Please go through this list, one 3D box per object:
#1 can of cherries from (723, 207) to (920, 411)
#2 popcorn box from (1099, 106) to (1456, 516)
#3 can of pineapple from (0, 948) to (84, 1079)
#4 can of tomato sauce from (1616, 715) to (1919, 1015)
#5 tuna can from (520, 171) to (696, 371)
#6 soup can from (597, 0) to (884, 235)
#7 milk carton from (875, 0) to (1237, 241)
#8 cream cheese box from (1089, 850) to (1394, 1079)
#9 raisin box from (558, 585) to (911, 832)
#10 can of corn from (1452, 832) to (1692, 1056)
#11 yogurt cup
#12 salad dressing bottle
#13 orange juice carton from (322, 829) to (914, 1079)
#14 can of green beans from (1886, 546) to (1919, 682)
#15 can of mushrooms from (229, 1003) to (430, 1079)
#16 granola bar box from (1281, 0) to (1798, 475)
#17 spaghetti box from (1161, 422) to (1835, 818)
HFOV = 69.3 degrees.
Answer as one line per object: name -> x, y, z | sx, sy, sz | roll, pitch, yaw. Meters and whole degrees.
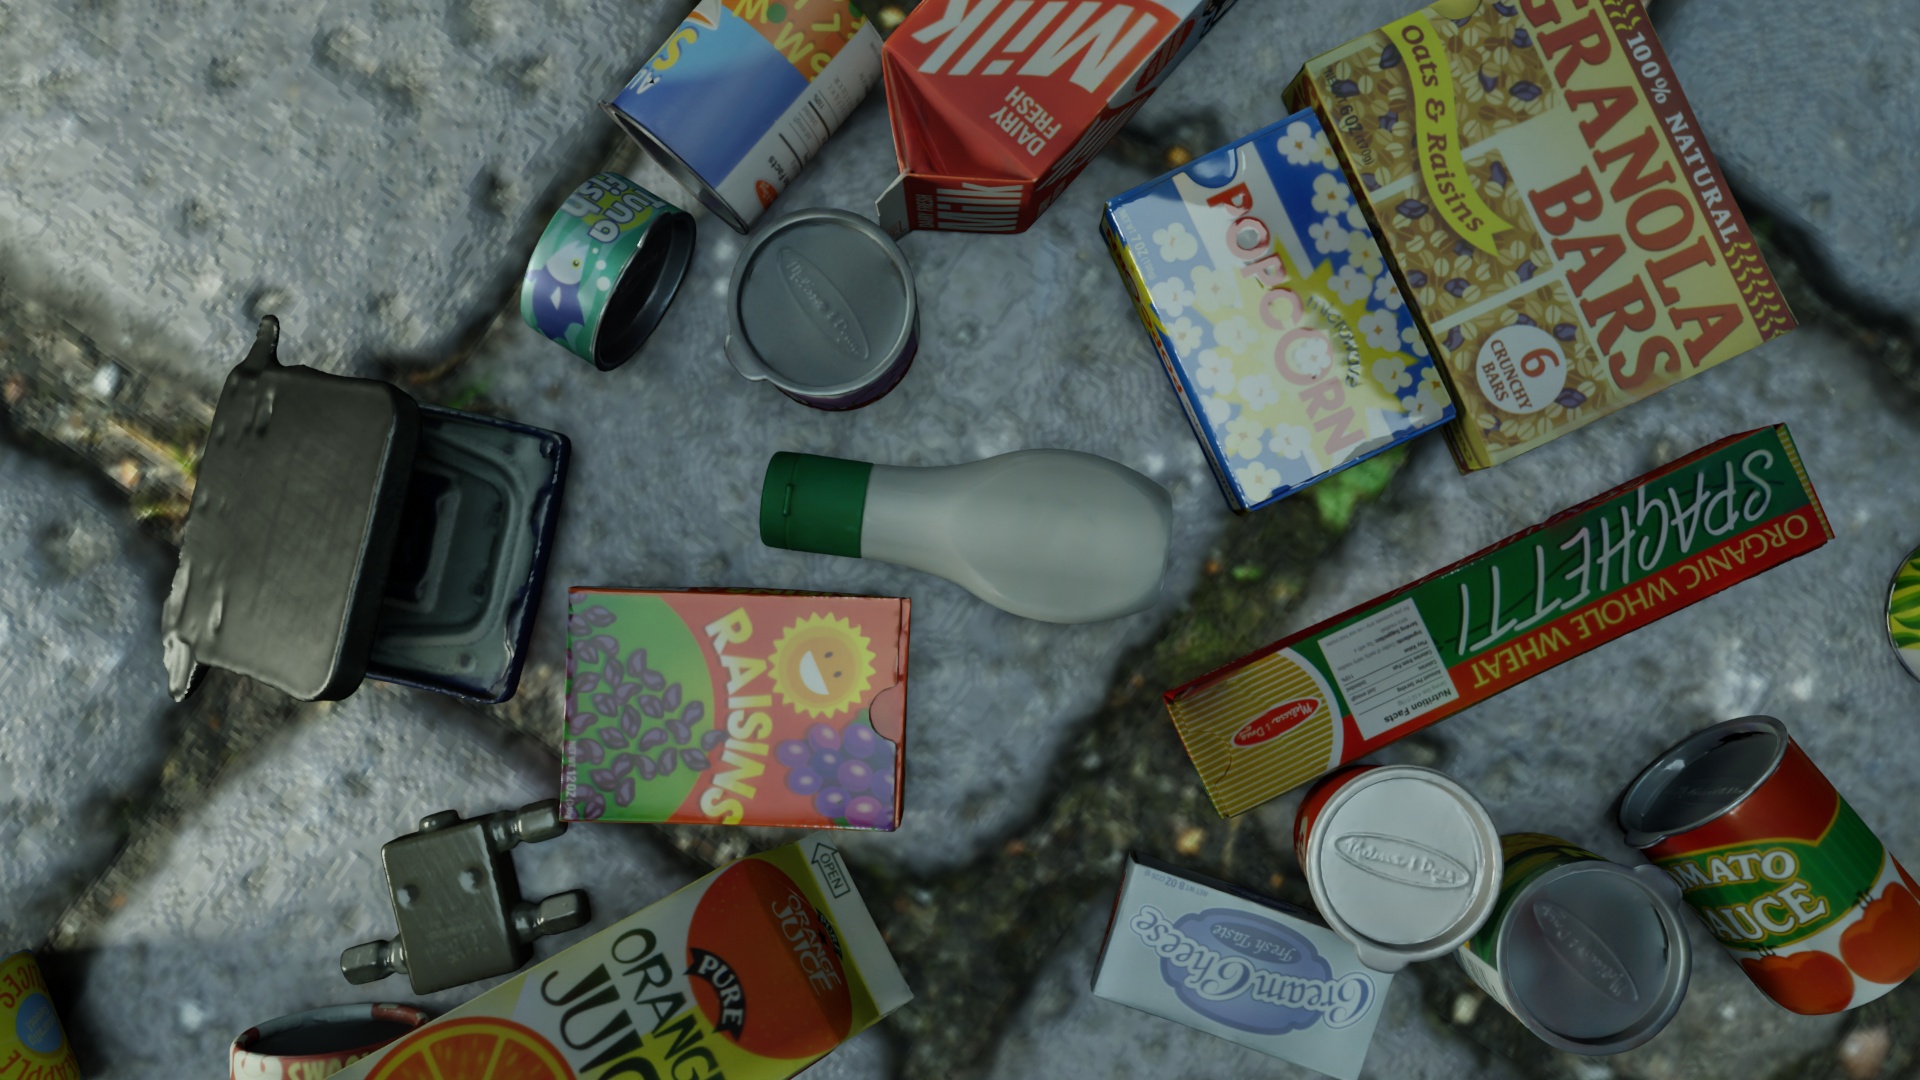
can of cherries -> -0.050, -0.081, 0.509 | 0.071, 0.058, 0.071 | 0, 89, 0
popcorn box -> 0.116, -0.083, 0.519 | 0.085, 0.038, 0.126 | -25, 88, 0
can of pineapple -> -0.357, 0.186, 0.496 | 0.071, 0.071, 0.058 | -23, 88, 0
can of tomato sauce -> 0.290, 0.117, 0.496 | 0.071, 0.071, 0.083 | -40, 89, -1
tuna can -> -0.127, -0.099, 0.503 | 0.033, 0.071, 0.071 | 30, 89, 1
soup can -> -0.079, -0.167, 0.508 | 0.071, 0.071, 0.084 | 40, 88, 1
milk carton -> 0.035, -0.183, 0.506 | 0.073, 0.072, 0.190 | 42, 88, 1
cream cheese box -> 0.105, 0.158, 0.517 | 0.104, 0.024, 0.053 | 18, 90, 1
raisin box -> -0.081, 0.060, 0.513 | 0.123, 0.040, 0.086 | 2, 87, 0
can of corn -> 0.218, 0.141, 0.500 | 0.071, 0.058, 0.071 | 0, 88, 0
yogurt cup -> 0.154, 0.112, 0.503 | 0.072, 0.054, 0.072 | 0, 88, 0
salad dressing bottle -> 0.002, -0.006, 0.514 | 0.148, 0.044, 0.064 | 8, 90, 1
orange juice carton -> -0.110, 0.171, 0.466 | 0.193, 0.072, 0.072 | -24, 73, -29
can of green beans -> 0.387, 0.028, 0.504 | 0.071, 0.058, 0.071 | 0, 88, 0
can of mushrooms -> -0.222, 0.190, 0.494 | 0.071, 0.071, 0.033 | 0, 87, 0
granola bar box -> 0.214, -0.125, 0.519 | 0.124, 0.039, 0.165 | -25, 88, -1
spaghetti box -> 0.199, 0.029, 0.519 | 0.250, 0.028, 0.050 | -24, 88, -1
